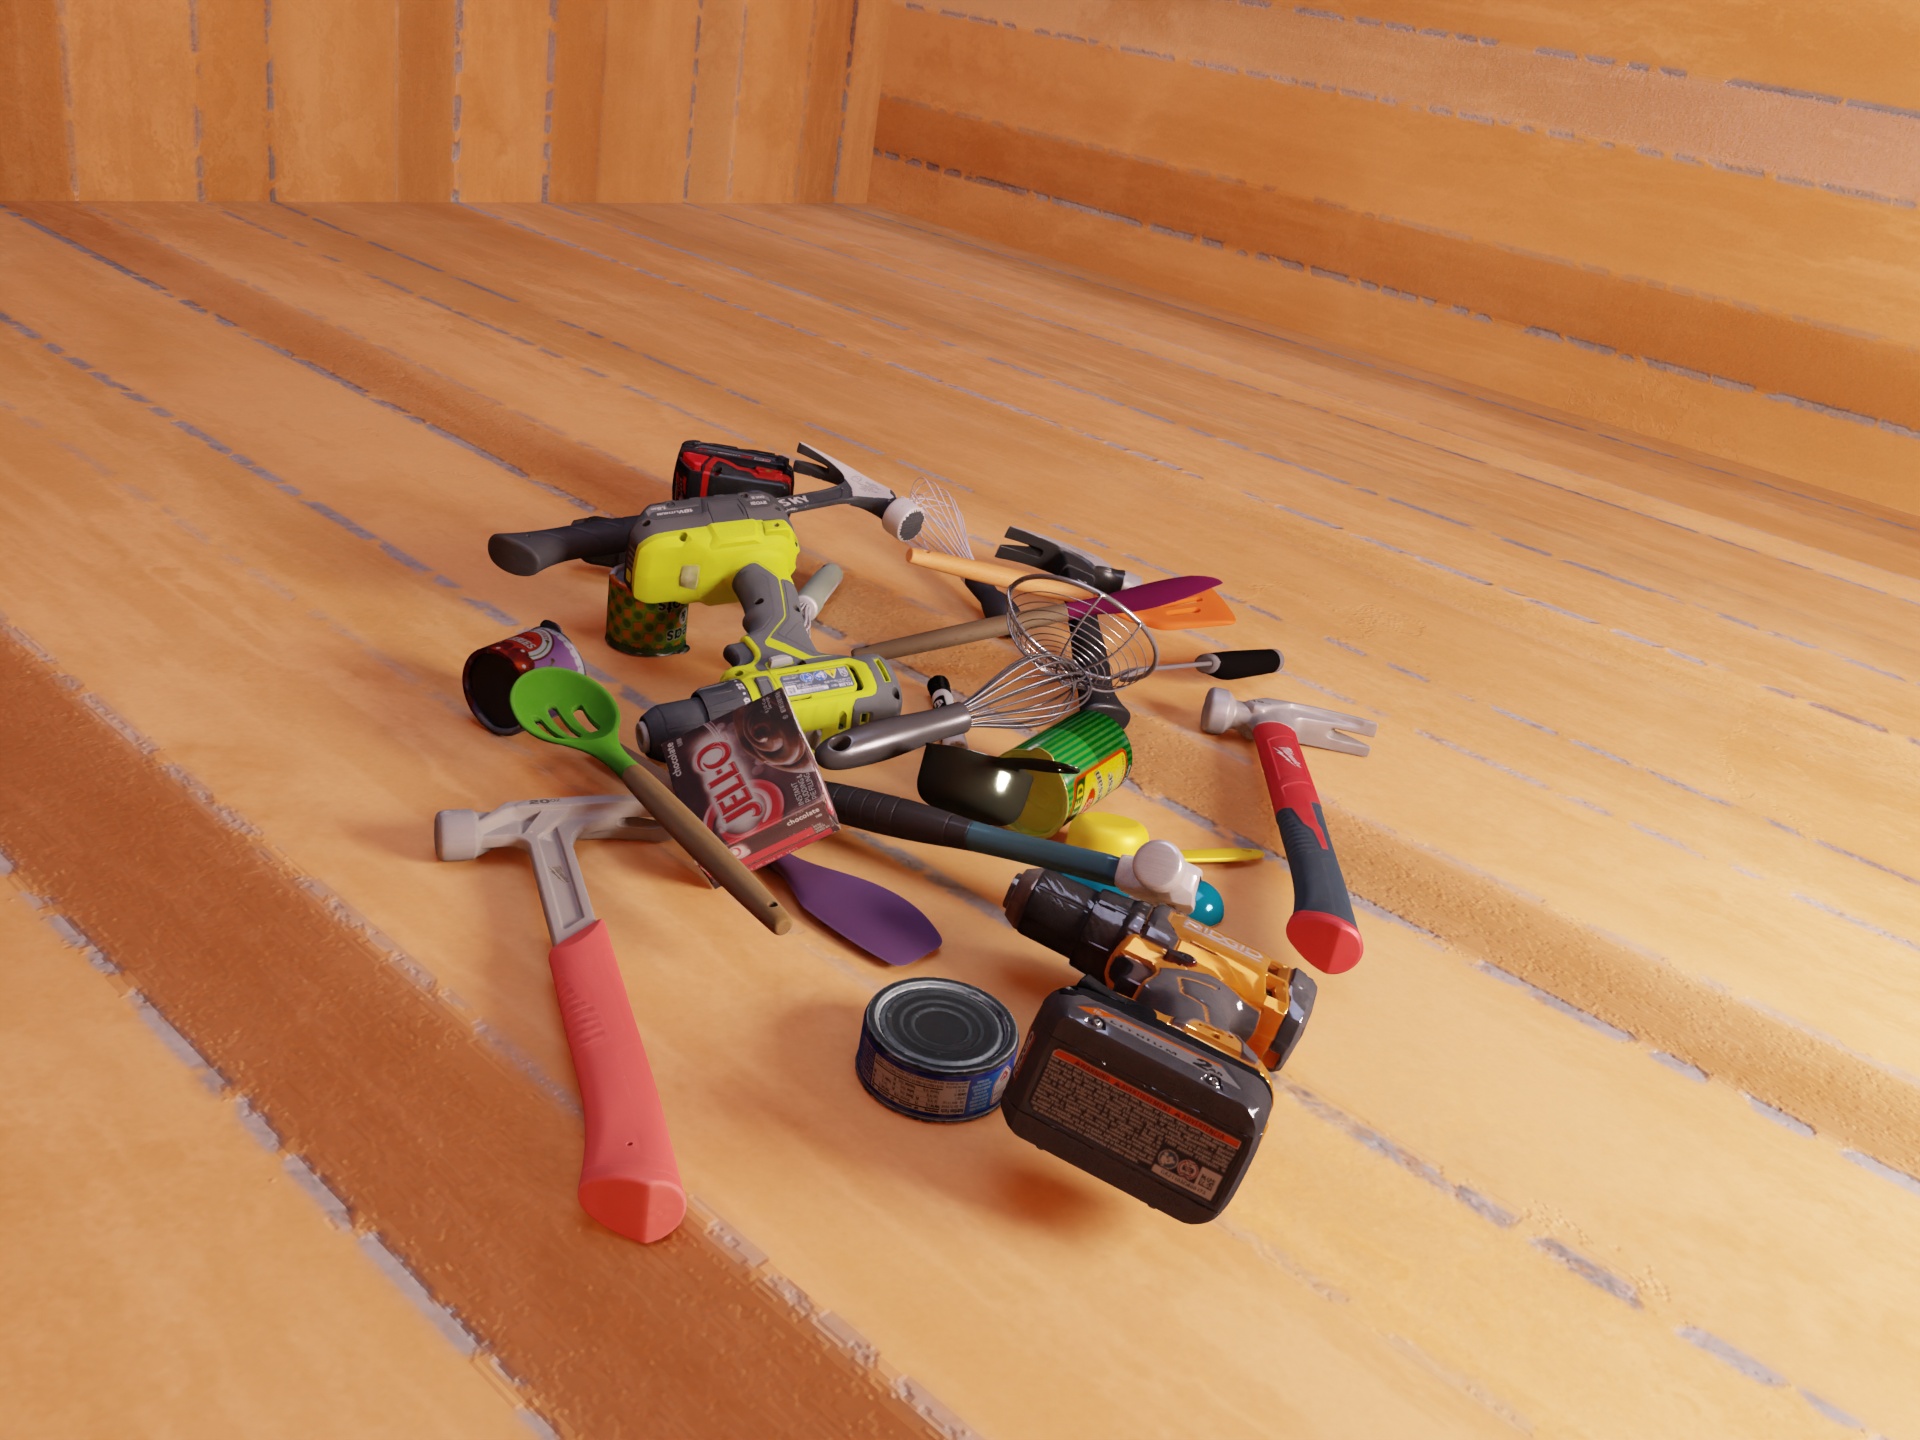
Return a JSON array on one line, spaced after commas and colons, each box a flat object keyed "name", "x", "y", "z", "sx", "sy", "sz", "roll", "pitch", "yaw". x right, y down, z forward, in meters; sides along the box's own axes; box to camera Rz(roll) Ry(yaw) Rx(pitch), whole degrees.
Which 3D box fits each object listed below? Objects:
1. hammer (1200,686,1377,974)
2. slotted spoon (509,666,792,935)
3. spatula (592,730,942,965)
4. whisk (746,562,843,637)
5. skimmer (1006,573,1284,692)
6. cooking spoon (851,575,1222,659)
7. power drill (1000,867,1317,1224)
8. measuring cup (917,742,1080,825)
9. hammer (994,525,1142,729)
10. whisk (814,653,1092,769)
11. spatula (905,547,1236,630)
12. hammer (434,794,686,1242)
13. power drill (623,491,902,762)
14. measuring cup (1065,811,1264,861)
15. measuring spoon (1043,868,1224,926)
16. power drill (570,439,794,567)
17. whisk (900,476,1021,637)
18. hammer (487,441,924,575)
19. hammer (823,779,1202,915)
[{"name": "hammer", "x": 0.260, "y": 0.071, "z": 1.151, "sx": 0.143, "sy": 0.038, "sz": 0.386, "roll": 11, "pitch": 23, "yaw": -1}, {"name": "slotted spoon", "x": -0.194, "y": 0.047, "z": 0.989, "sx": 0.070, "sy": 0.031, "sz": 0.314, "roll": -15, "pitch": 36, "yaw": -36}, {"name": "spatula", "x": -0.138, "y": 0.076, "z": 1.034, "sx": 0.316, "sy": 0.018, "sz": 0.060, "roll": 28, "pitch": 32, "yaw": 31}, {"name": "whisk", "x": -0.136, "y": -0.093, "z": 1.368, "sx": 0.059, "sy": 0.058, "sz": 0.246, "roll": 44, "pitch": 21, "yaw": -9}, {"name": "skimmer", "x": 0.175, "y": -0.074, "z": 1.316, "sx": 0.127, "sy": 0.090, "sz": 0.363, "roll": 7, "pitch": 8, "yaw": 39}, {"name": "cooking spoon", "x": 0.064, "y": -0.087, "z": 1.338, "sx": 0.319, "sy": 0.017, "sz": 0.069, "roll": -13, "pitch": 15, "yaw": -4}, {"name": "power drill", "x": 0.089, "y": 0.153, "z": 0.843, "sx": 0.185, "sy": 0.084, "sz": 0.226, "roll": 25, "pitch": 18, "yaw": 11}, {"name": "measuring cup", "x": 0.027, "y": 0.044, "z": 1.022, "sx": 0.083, "sy": 0.038, "sz": 0.167, "roll": 22, "pitch": -11, "yaw": -24}, {"name": "hammer", "x": 0.106, "y": -0.080, "z": 1.406, "sx": 0.146, "sy": 0.035, "sz": 0.335, "roll": 22, "pitch": 26, "yaw": -12}, {"name": "whisk", "x": -0.002, "y": -0.005, "z": 1.111, "sx": 0.239, "sy": 0.055, "sz": 0.055, "roll": -17, "pitch": 36, "yaw": -36}, {"name": "spatula", "x": 0.096, "y": -0.120, "z": 1.384, "sx": 0.322, "sy": 0.041, "sz": 0.081, "roll": 10, "pitch": 32, "yaw": -32}, {"name": "hammer", "x": -0.192, "y": 0.140, "z": 0.861, "sx": 0.149, "sy": 0.036, "sz": 0.359, "roll": -2, "pitch": 27, "yaw": -23}, {"name": "power drill", "x": -0.171, "y": -0.063, "z": 1.187, "sx": 0.190, "sy": 0.080, "sz": 0.229, "roll": -10, "pitch": 53, "yaw": -26}, {"name": "measuring cup", "x": 0.146, "y": 0.082, "z": 1.103, "sx": 0.156, "sy": 0.029, "sz": 0.062, "roll": 2, "pitch": 12, "yaw": -23}, {"name": "measuring spoon", "x": 0.113, "y": 0.108, "z": 1.053, "sx": 0.128, "sy": 0.021, "sz": 0.042, "roll": 12, "pitch": 25, "yaw": 4}, {"name": "power drill", "x": -0.251, "y": -0.186, "z": 1.480, "sx": 0.188, "sy": 0.080, "sz": 0.227, "roll": 9, "pitch": 28, "yaw": -2}, {"name": "whisk", "x": 0.000, "y": -0.155, "z": 1.526, "sx": 0.070, "sy": 0.070, "sz": 0.285, "roll": -2, "pitch": 33, "yaw": -24}, {"name": "hammer", "x": -0.219, "y": -0.175, "z": 1.361, "sx": 0.149, "sy": 0.036, "sz": 0.409, "roll": 37, "pitch": 35, "yaw": 29}, {"name": "hammer", "x": -0.005, "y": 0.071, "z": 1.023, "sx": 0.331, "sy": 0.033, "sz": 0.128, "roll": 12, "pitch": -14, "yaw": 22}]
